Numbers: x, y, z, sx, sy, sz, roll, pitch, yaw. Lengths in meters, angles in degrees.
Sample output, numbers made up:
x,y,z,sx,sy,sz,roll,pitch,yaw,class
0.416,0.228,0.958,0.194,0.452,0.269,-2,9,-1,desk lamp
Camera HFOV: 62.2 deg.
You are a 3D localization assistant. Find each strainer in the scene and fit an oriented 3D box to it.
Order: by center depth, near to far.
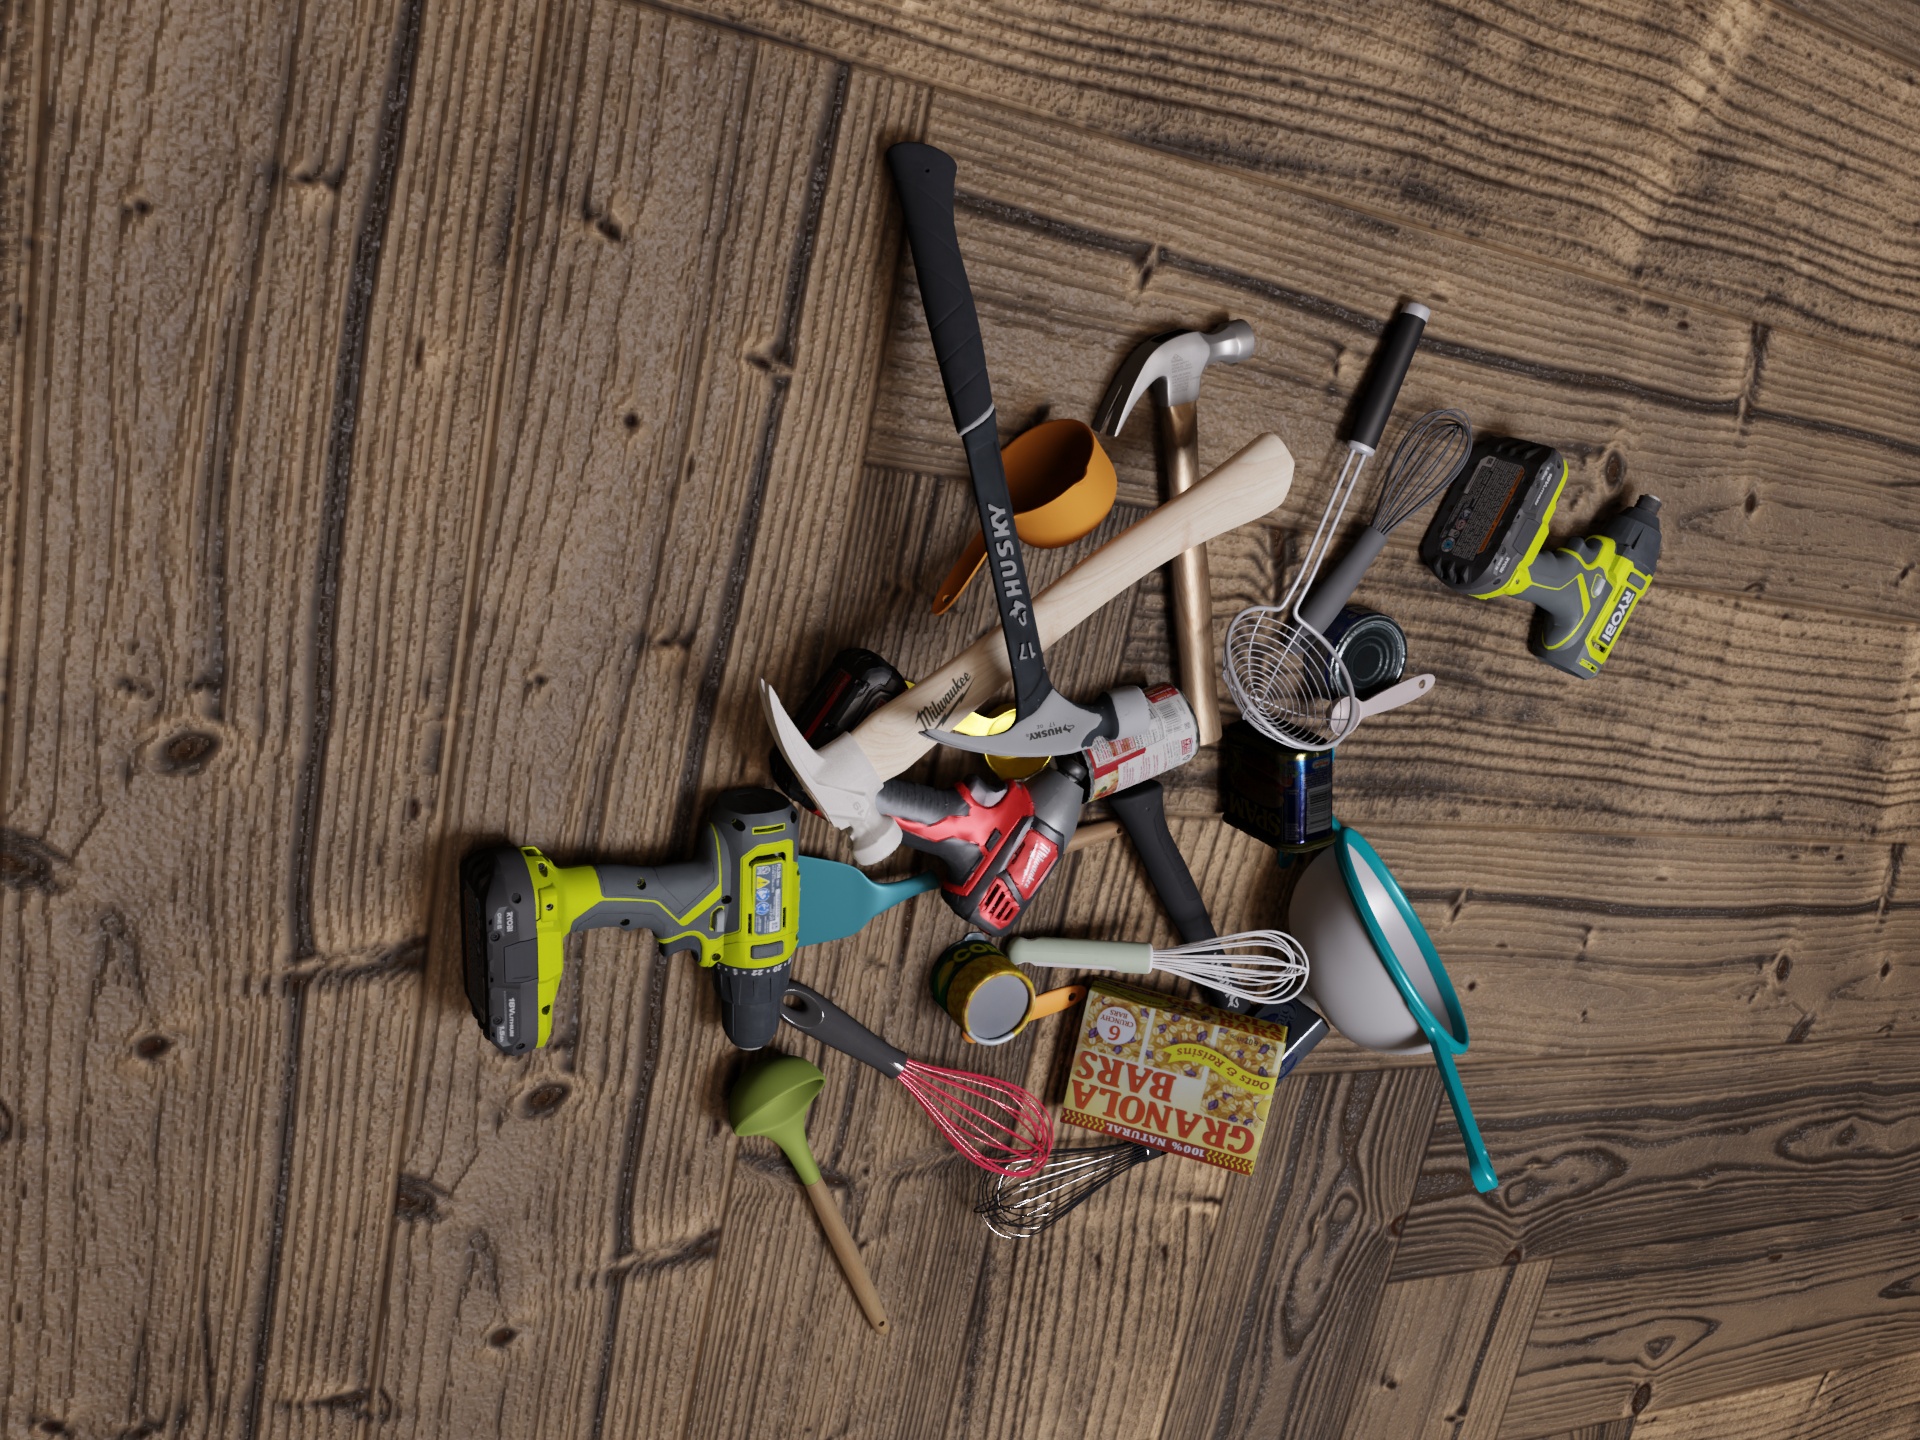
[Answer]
x,y,z,sx,sy,sz,roll,pitch,yaw,class
0.348,0.247,1.315,0.095,0.341,0.210,-30,129,20,strainer

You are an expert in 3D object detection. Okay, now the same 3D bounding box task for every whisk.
x,y,z,sx,sy,sz,roll,pitch,yaw,class
-0.035,0.279,1.250,0.295,0.073,0.073,37,88,-26,whisk
0.159,0.193,1.281,0.246,0.058,0.059,4,83,-2,whisk
0.338,-0.153,1.300,0.055,0.055,0.239,33,95,-33,whisk
0.136,0.380,1.377,0.284,0.070,0.070,-12,113,-29,whisk

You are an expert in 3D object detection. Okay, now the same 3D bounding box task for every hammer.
x,y,z,sx,sy,sz,roll,pitch,yaw,class
0.009,-0.174,1.032,0.149,0.036,0.409,-12,89,-14,hammer
0.057,-0.079,1.082,0.410,0.038,0.146,-37,113,-11,hammer
0.173,-0.132,1.227,0.130,0.031,0.331,-17,115,-22,hammer
0.193,0.177,1.336,0.146,0.035,0.334,-37,124,-12,hammer

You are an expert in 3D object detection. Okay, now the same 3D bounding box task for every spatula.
x,y,z,sx,sy,sz,roll,pitch,yaw,class
-0.004,0.110,1.226,0.317,0.044,0.082,-12,111,-29,spatula

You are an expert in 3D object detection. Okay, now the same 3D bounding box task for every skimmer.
x,y,z,sx,sy,sz,roll,pitch,yaw,class
0.306,-0.155,1.242,0.127,0.090,0.363,21,92,-21,skimmer

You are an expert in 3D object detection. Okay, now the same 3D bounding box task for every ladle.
x,y,z,sx,sy,sz,roll,pitch,yaw,class
-0.104,0.385,1.251,0.078,0.062,0.319,-28,121,-16,ladle

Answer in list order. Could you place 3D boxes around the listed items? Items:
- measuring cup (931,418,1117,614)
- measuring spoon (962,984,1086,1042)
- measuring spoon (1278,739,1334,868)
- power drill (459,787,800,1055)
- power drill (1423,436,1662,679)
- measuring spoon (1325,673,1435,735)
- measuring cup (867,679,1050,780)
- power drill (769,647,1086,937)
x,y,z,sx,sy,sz,roll,pitch,yaw,class
0.043,-0.130,1.117,0.173,0.095,0.052,-55,132,-11,measuring cup
0.055,0.242,1.308,0.117,0.011,0.021,-15,114,-23,measuring spoon
0.289,0.069,1.373,0.042,0.021,0.128,-4,118,-27,measuring spoon
-0.218,0.154,1.096,0.228,0.080,0.190,-7,111,-29,power drill
0.517,-0.149,1.380,0.223,0.080,0.171,22,97,-36,power drill
0.350,-0.019,1.333,0.124,0.018,0.034,-19,116,-28,measuring spoon
-0.002,-0.004,1.189,0.156,0.029,0.062,23,98,-20,measuring cup
-0.014,0.048,1.143,0.219,0.079,0.143,35,89,-23,power drill
